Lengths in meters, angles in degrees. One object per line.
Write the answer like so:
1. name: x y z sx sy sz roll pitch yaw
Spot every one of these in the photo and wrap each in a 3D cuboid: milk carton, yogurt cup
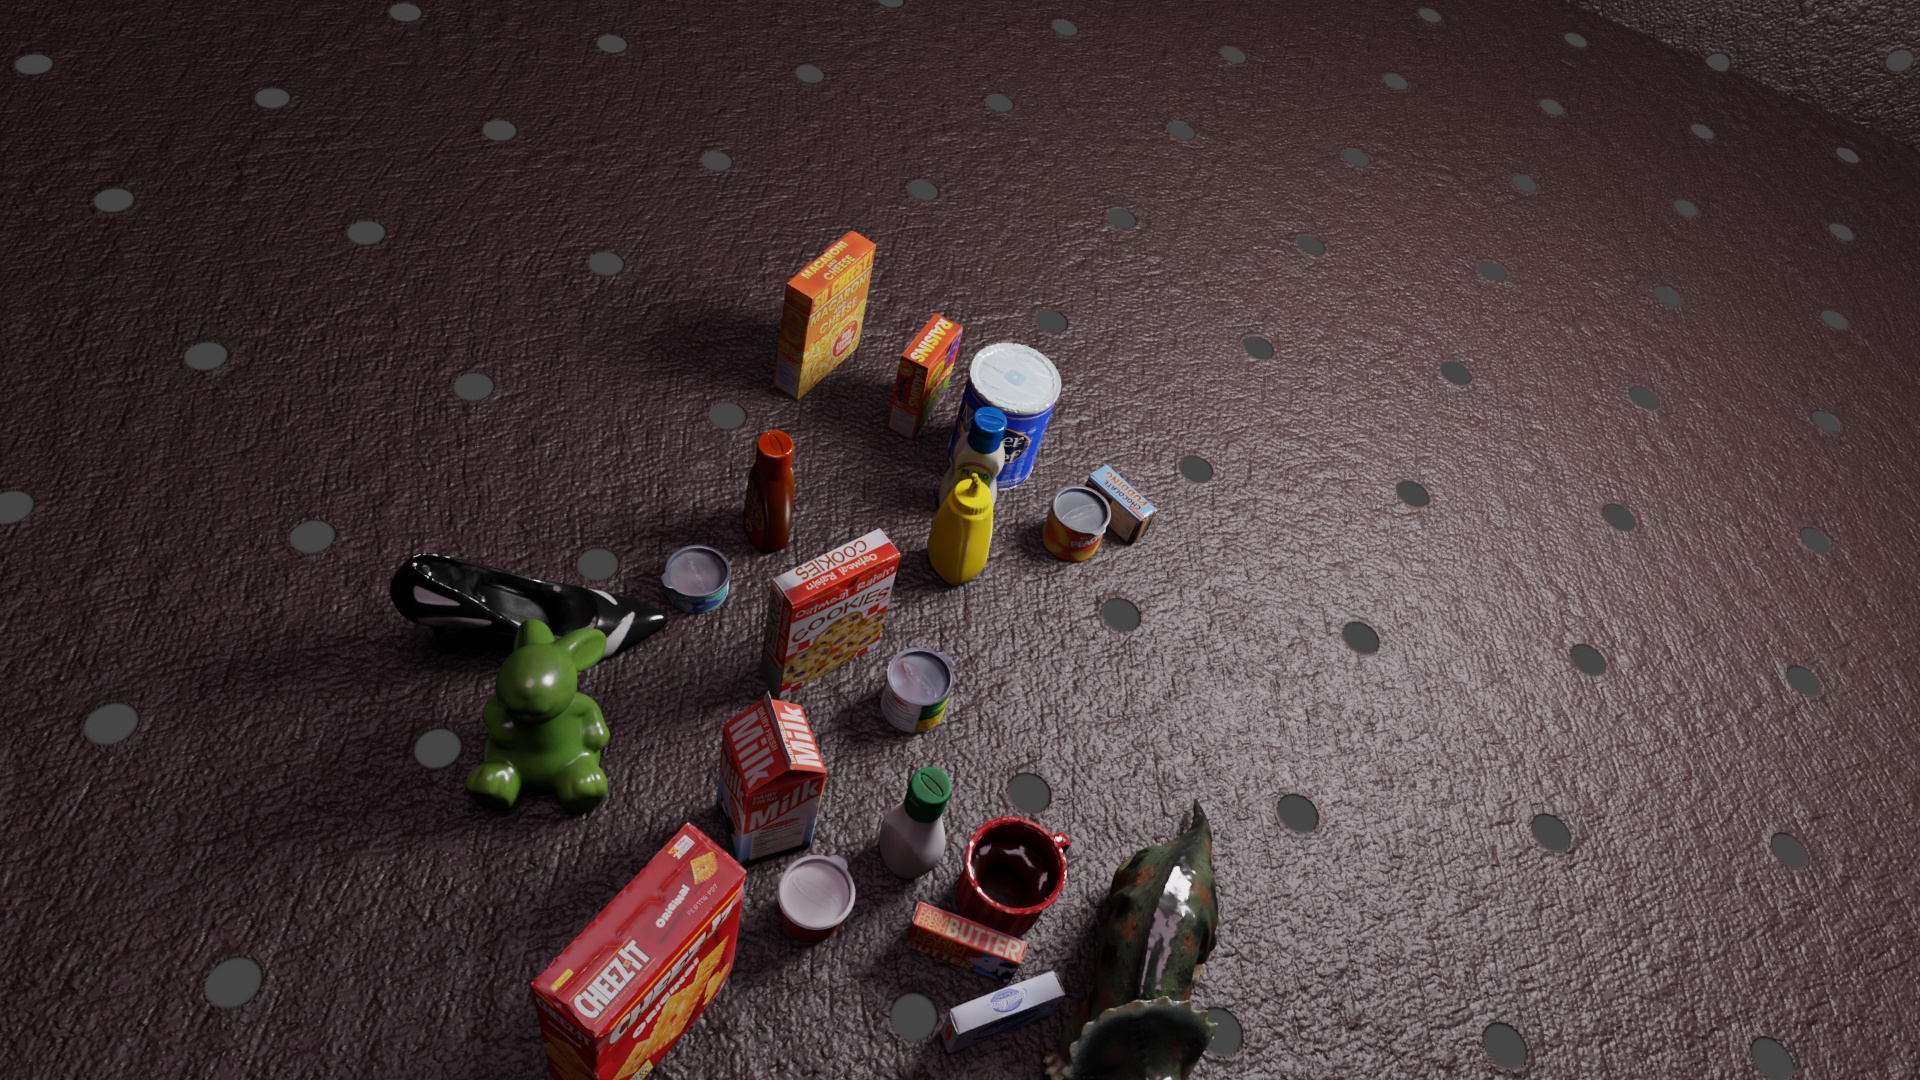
1. milk carton: -0.167 0.209 1.223 0.073 0.189 0.072 -12 57 -21
2. yogurt cup: -0.130 0.321 1.233 0.072 0.053 0.073 6 52 -8

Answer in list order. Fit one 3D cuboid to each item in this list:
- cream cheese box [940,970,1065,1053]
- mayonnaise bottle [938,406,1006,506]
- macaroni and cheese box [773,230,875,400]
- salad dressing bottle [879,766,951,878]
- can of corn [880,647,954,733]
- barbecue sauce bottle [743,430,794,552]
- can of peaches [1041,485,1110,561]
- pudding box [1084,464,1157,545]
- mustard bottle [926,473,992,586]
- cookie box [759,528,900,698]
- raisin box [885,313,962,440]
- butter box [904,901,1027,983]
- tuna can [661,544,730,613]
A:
1. cream cheese box: 0.036 0.409 1.205 0.104 0.053 0.024 -13 58 -22
2. mayonnaise bottle: 0.018 -0.084 1.517 0.065 0.147 0.041 14 52 -3
3. macaroni and cheese box: -0.158 -0.258 1.597 0.040 0.165 0.124 33 53 12
4. salad dressing bottle: -0.038 0.253 1.246 0.044 0.146 0.064 -34 67 -32
5. can of corn: -0.042 0.148 1.383 0.071 0.058 0.071 6 52 -8
6. barbecue sauce bottle: -0.197 -0.053 1.443 0.044 0.147 0.065 -17 59 -24
7. can of peaches: 0.129 -0.016 1.549 0.071 0.057 0.071 6 52 -8
8. pudding box: 0.179 -0.041 1.584 0.030 0.049 0.084 -34 67 -32
9. mustard bottle: 0.005 -0.018 1.456 0.049 0.159 0.065 -28 64 -29
10. cookie box: -0.128 0.073 1.351 0.123 0.166 0.040 -27 63 -29
11. raisin box: -0.042 -0.187 1.598 0.040 0.122 0.086 28 52 9
12. butter box: 0.004 0.359 1.236 0.103 0.052 0.024 20 52 2
13. tuna can: -0.273 0.041 1.427 0.071 0.032 0.071 6 52 -8
